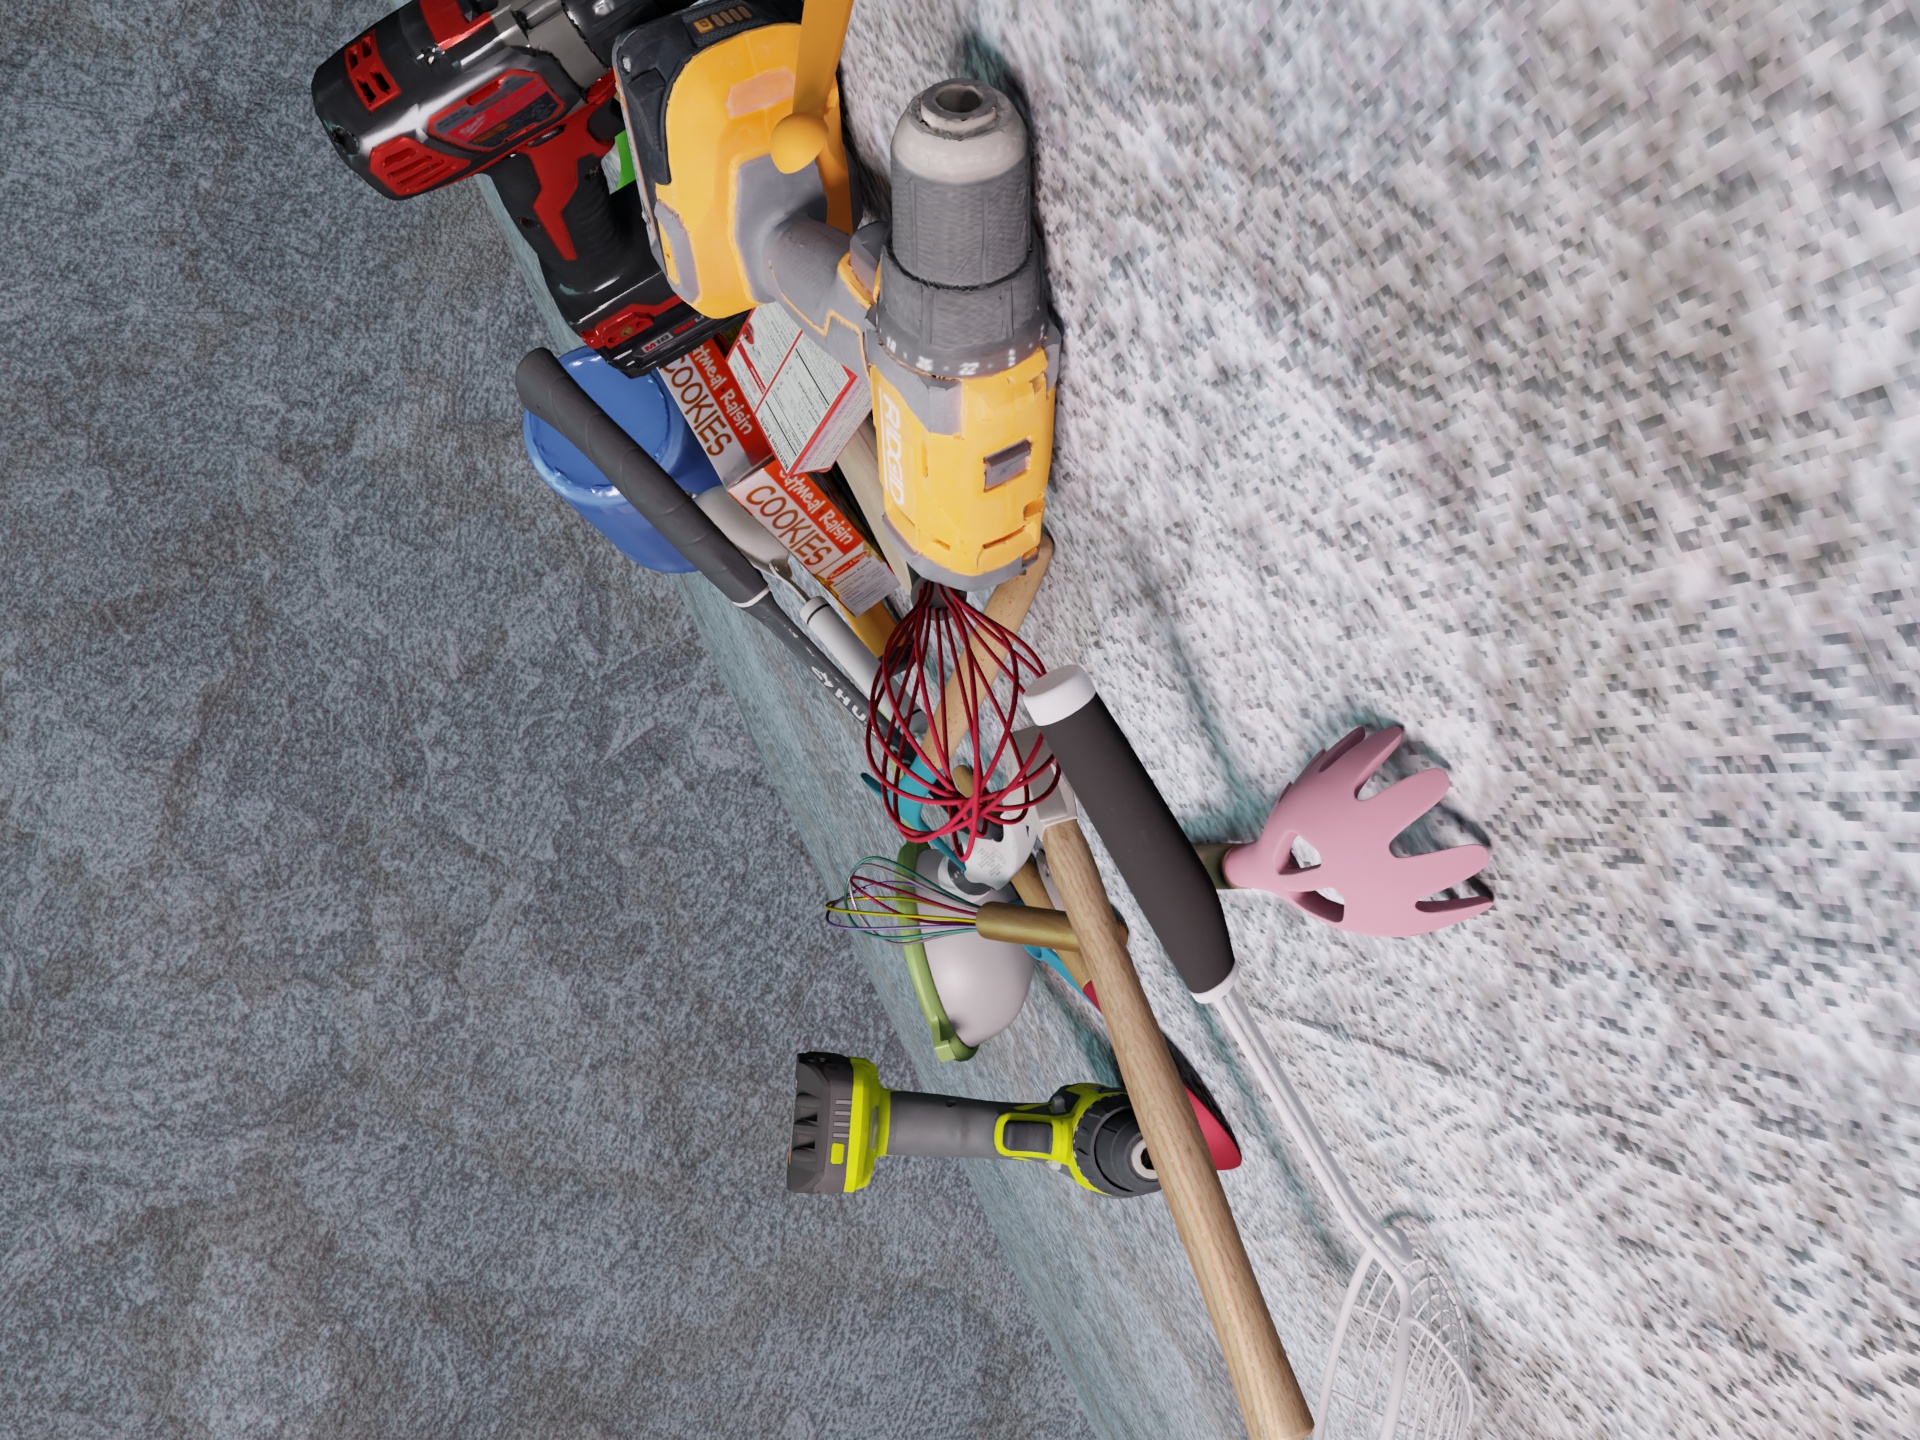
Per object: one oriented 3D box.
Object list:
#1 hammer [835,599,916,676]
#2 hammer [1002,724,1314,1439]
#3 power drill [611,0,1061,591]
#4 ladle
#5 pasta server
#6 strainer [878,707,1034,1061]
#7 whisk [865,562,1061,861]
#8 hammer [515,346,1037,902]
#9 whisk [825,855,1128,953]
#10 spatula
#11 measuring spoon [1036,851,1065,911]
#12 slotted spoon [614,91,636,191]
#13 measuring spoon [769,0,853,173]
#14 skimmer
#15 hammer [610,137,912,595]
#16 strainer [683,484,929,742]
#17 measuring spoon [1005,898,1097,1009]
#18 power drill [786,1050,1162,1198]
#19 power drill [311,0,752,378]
[{"bbox_3d":[-0.118,-0.172,1.051,0.337,0.034,0.127,60,170,19],"label":"hammer"},{"bbox_3d":[0.084,0.154,0.716,0.130,0.031,0.331,88,163,-72],"label":"hammer"},{"bbox_3d":[-0.042,-0.177,0.567,0.226,0.084,0.185,52,160,30],"label":"power drill"},{"bbox_3d":[0.066,0.133,0.924,0.316,0.031,0.069,57,169,39],"label":"ladle"},{"bbox_3d":[0.101,0.048,0.564,0.060,0.040,0.316,63,173,3],"label":"pasta server"},{"bbox_3d":[0.000,0.095,1.066,0.151,0.069,0.256,19,-123,-77],"label":"strainer"},{"bbox_3d":[-0.007,-0.042,0.636,0.296,0.073,0.073,-100,-9,-59],"label":"whisk"},{"bbox_3d":[-0.107,-0.060,0.914,0.409,0.036,0.149,46,156,1],"label":"hammer"},{"bbox_3d":[0.005,0.111,0.915,0.047,0.051,0.245,32,160,-36],"label":"whisk"},{"bbox_3d":[-0.001,-0.002,0.774,0.082,0.044,0.317,43,149,10],"label":"spatula"},{"bbox_3d":[0.069,0.111,0.892,0.124,0.018,0.034,-120,24,-53],"label":"measuring spoon"},{"bbox_3d":[-0.170,-0.336,0.795,0.070,0.031,0.313,51,152,33],"label":"slotted spoon"},{"bbox_3d":[-0.045,-0.217,0.490,0.011,0.021,0.117,34,-126,-46],"label":"measuring spoon"},{"bbox_3d":[0.091,0.149,0.569,0.363,0.090,0.127,60,-155,-16],"label":"skimmer"},{"bbox_3d":[-0.107,-0.235,0.848,0.411,0.038,0.146,58,167,24],"label":"hammer"},{"bbox_3d":[-0.092,-0.075,0.983,0.258,0.050,0.087,49,-165,16],"label":"strainer"},{"bbox_3d":[0.071,0.147,0.970,0.129,0.021,0.042,39,154,45],"label":"measuring spoon"},{"bbox_3d":[0.014,0.247,0.951,0.190,0.228,0.080,124,150,-78],"label":"power drill"},{"bbox_3d":[-0.143,-0.257,0.695,0.080,0.188,0.226,65,-172,16],"label":"power drill"}]
